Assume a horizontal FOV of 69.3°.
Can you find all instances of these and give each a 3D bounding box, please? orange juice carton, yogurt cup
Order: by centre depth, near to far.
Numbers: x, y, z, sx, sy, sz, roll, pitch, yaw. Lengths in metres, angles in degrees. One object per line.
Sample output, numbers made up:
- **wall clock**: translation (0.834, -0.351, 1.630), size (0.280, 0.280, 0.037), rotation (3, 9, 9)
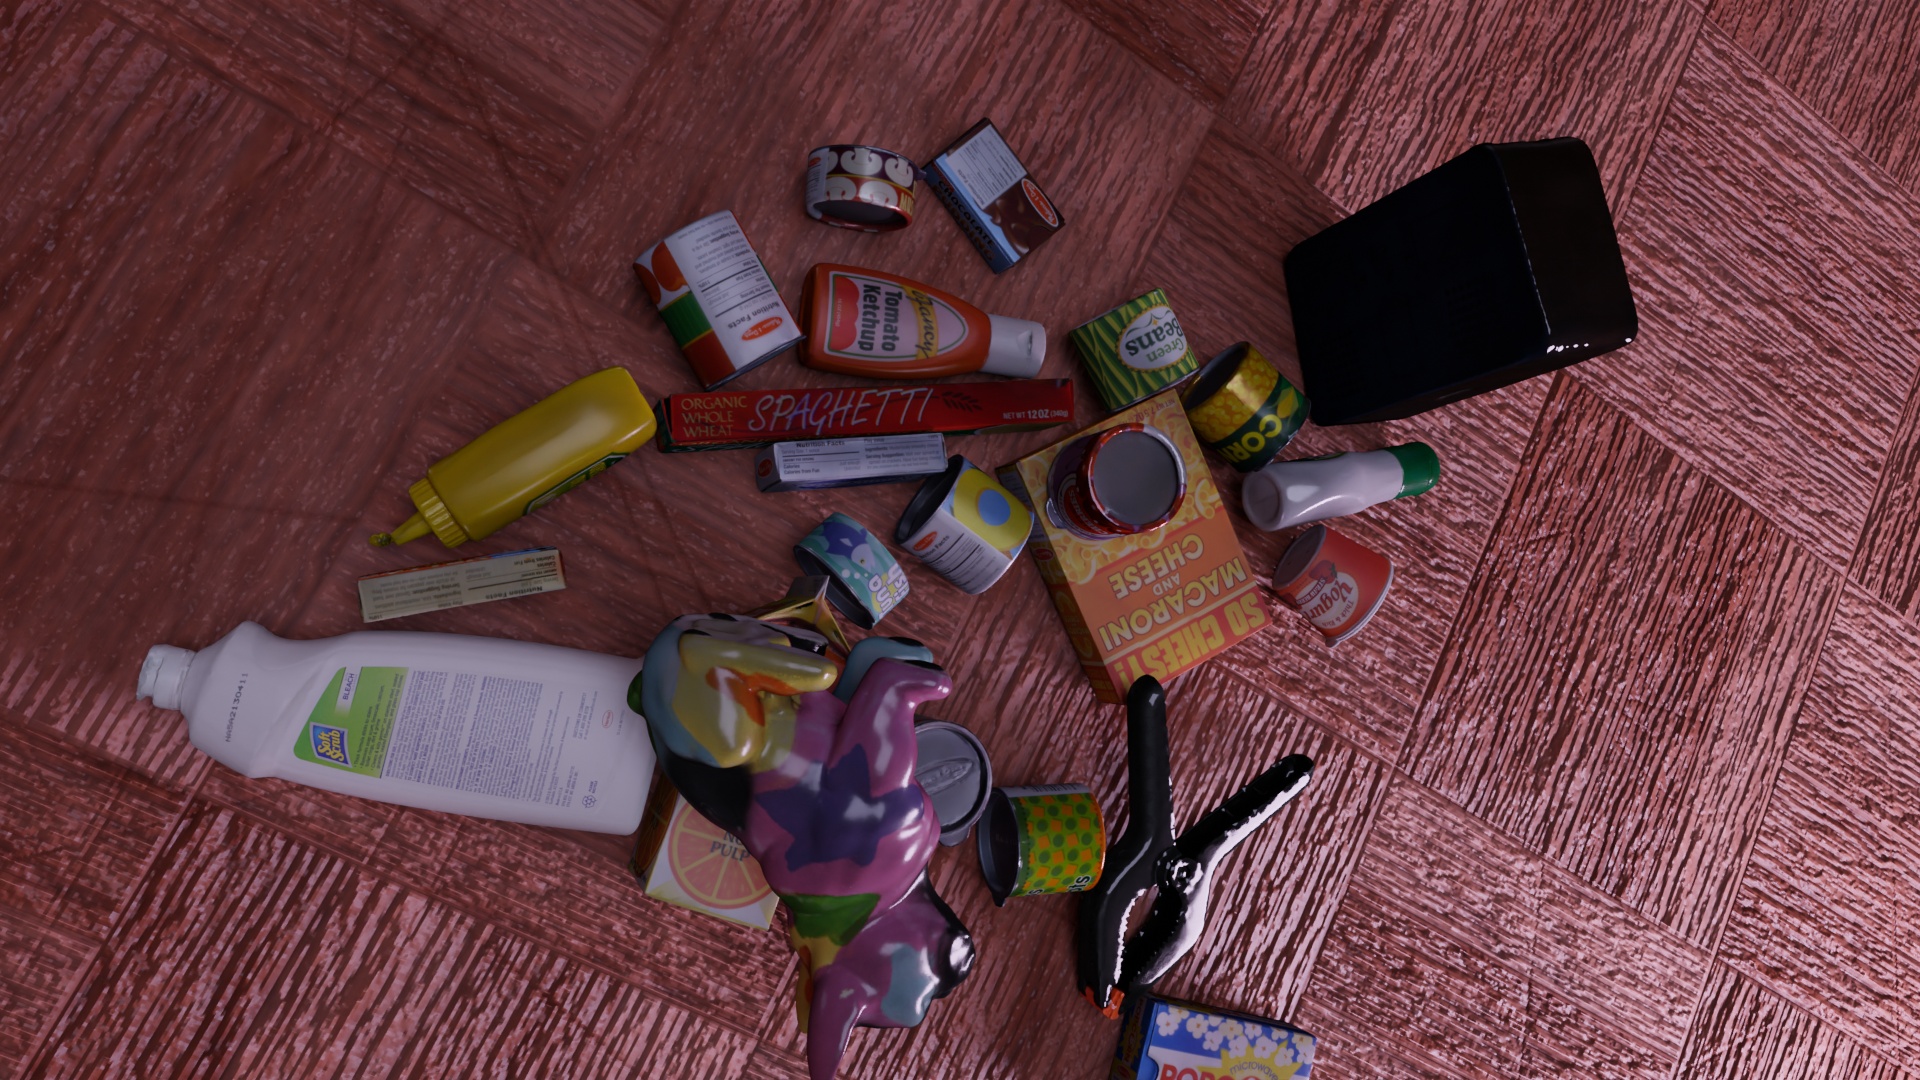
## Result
- **orange juice carton**: translation (-0.116, 0.110, 0.782), size (0.073, 0.071, 0.193), rotation (22, 80, -19)
- **yogurt cup**: translation (0.246, 0.026, 0.928), size (0.054, 0.072, 0.072), rotation (34, 76, -7)

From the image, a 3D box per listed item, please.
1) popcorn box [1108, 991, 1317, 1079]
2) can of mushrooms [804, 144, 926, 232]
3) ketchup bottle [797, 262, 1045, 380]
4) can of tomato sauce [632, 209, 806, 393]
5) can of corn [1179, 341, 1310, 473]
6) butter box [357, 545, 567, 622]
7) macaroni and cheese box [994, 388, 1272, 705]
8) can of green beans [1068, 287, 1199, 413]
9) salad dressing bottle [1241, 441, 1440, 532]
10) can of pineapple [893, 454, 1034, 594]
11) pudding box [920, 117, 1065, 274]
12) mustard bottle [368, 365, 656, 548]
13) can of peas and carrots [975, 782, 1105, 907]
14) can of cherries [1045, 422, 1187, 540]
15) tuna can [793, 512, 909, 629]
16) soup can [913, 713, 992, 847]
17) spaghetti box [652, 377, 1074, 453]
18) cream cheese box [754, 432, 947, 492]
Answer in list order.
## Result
- **popcorn box**: translation (0.160, 0.345, 0.891), size (0.127, 0.038, 0.085), rotation (18, 82, -19)
- **can of mushrooms**: translation (-0.057, -0.208, 0.824), size (0.071, 0.071, 0.033), rotation (7, 85, -20)
- **ketchup bottle**: translation (-0.023, -0.126, 0.846), size (0.149, 0.043, 0.065), rotation (6, 85, -21)
- **can of tomato sauce**: translation (-0.139, -0.135, 0.792), size (0.071, 0.071, 0.083), rotation (-32, 98, -19)
- **can of corn**: translation (0.184, -0.086, 0.907), size (0.058, 0.071, 0.071), rotation (41, 75, -13)
- **butter box**: translation (-0.266, 0.022, 0.741), size (0.104, 0.053, 0.024), rotation (-10, 94, -20)
- **macaroni and cheese box**: translation (0.113, 0.004, 0.891), size (0.124, 0.040, 0.166), rotation (-26, 96, -19)
- **can of green beans**: translation (0.110, -0.121, 0.882), size (0.071, 0.071, 0.057), rotation (-29, 97, -19)
- **salad dressing bottle**: translation (0.260, -0.039, 0.940), size (0.148, 0.064, 0.044), rotation (-11, 81, -29)
- **can of pineapple**: translation (0.003, -0.010, 0.837), size (0.058, 0.071, 0.071), rotation (37, 76, -16)
- **pudding box**: translation (0.020, -0.216, 0.873), size (0.050, 0.030, 0.083), rotation (-43, 102, -18)
- **mustard bottle**: translation (-0.242, -0.037, 0.750), size (0.160, 0.065, 0.049), rotation (-33, 94, -13)
- **can of peas and carrots**: translation (0.048, 0.184, 0.842), size (0.059, 0.071, 0.071), rotation (1, 87, -21)
- **can of cherries**: translation (0.092, -0.033, 0.832), size (0.071, 0.058, 0.071), rotation (2, 85, -20)
- **tuna can**: translation (-0.062, 0.018, 0.808), size (0.033, 0.071, 0.071), rotation (-43, 102, -17)
- **soup can**: translation (-0.026, 0.137, 0.808), size (0.071, 0.083, 0.071), rotation (1, 87, -20)
- **spaghetti box**: translation (-0.055, -0.075, 0.827), size (0.251, 0.050, 0.028), rotation (-5, 88, -20)
- **cream cheese box**: translation (-0.065, -0.046, 0.820), size (0.104, 0.053, 0.024), rotation (-5, 88, -21)
